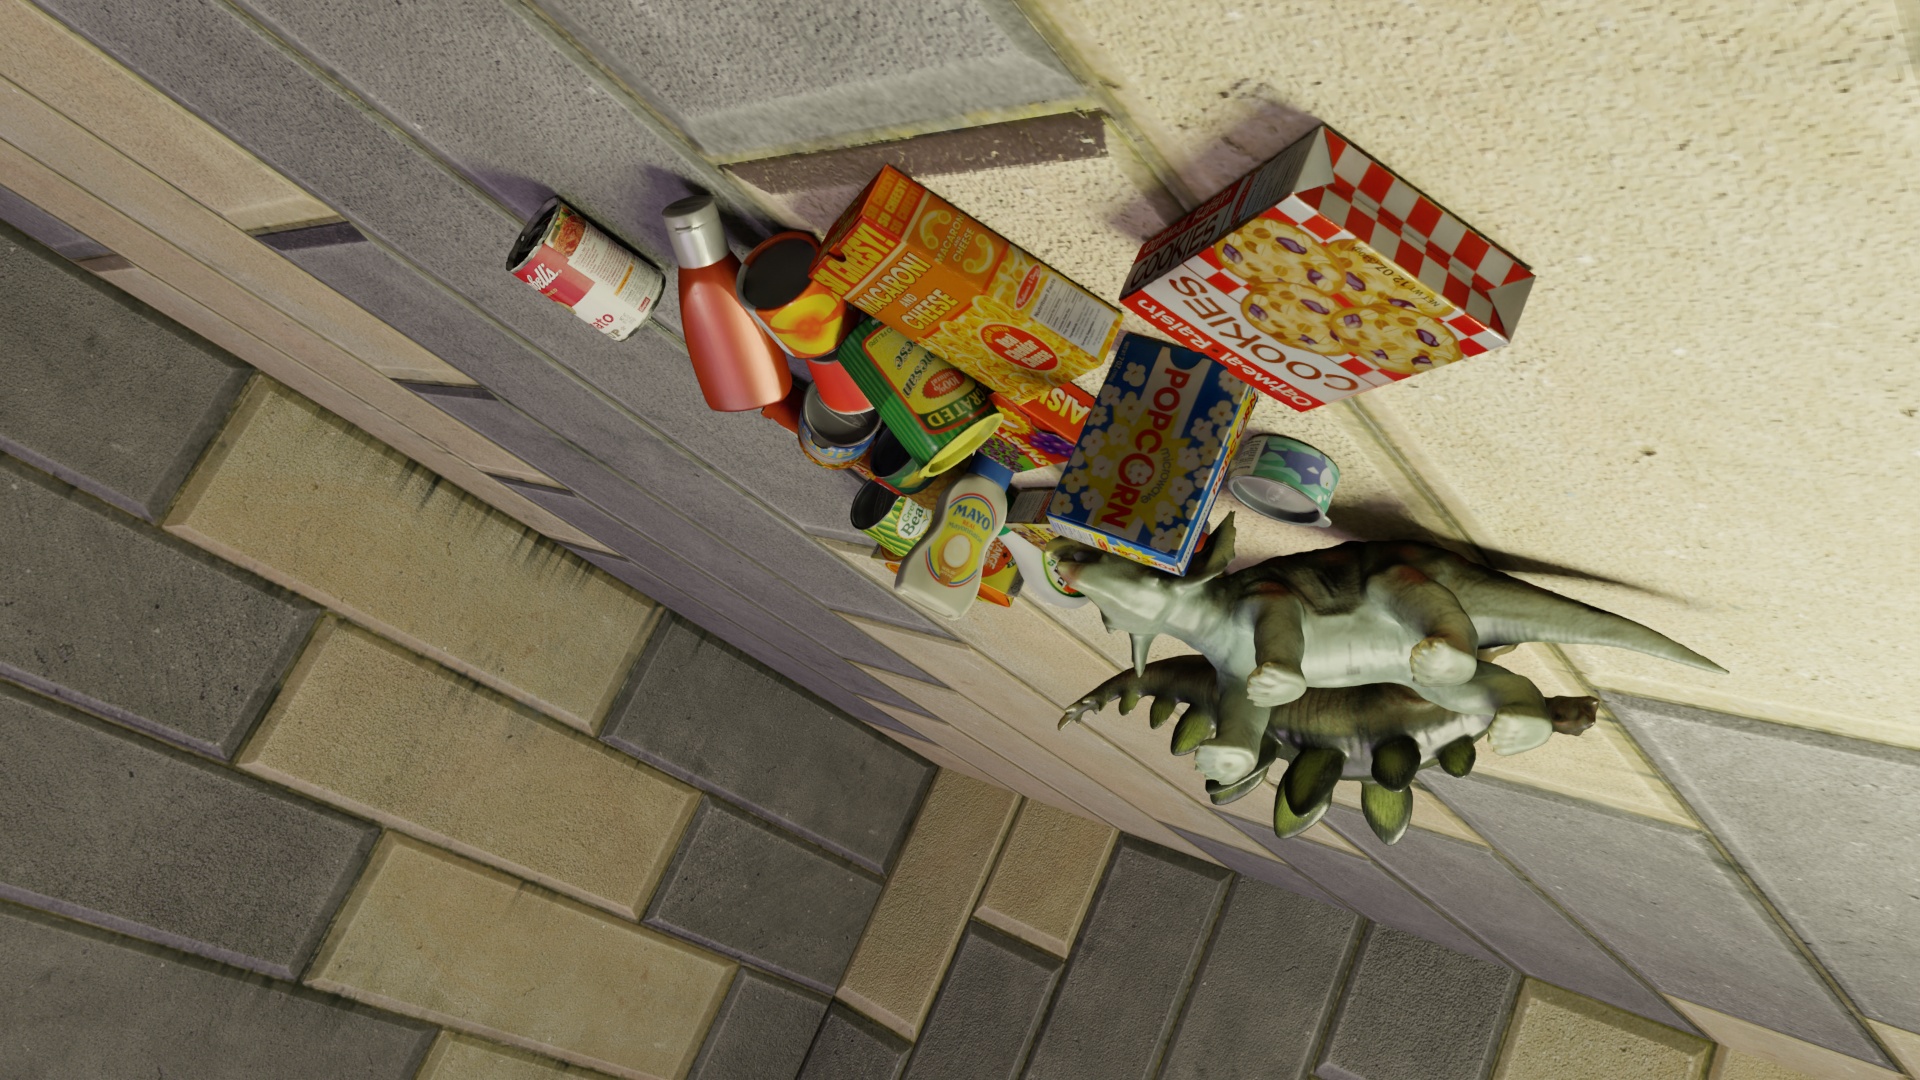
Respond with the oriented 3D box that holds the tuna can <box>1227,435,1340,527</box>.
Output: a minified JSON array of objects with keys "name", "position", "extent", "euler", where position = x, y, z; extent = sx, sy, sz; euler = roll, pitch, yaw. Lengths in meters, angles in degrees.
[{"name":"tuna can","position":[0.213,-0.038,0.903],"extent":[0.071,0.033,0.071],"euler":[24,166,7]}]

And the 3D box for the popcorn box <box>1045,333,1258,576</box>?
[{"name":"popcorn box","position":[0.115,-0.051,0.829],"extent":[0.085,0.127,0.038],"euler":[20,167,23]}]

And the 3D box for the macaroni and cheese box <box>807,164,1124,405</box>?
[{"name":"macaroni and cheese box","position":[-0.001,-0.150,0.850],"extent":[0.166,0.040,0.123],"euler":[29,165,-15]}]

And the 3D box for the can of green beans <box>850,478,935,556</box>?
[{"name":"can of green beans","position":[-0.064,-0.026,1.354],"extent":[0.057,0.071,0.071],"euler":[36,162,-36]}]

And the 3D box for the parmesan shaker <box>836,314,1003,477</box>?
[{"name":"parmesan shaker","position":[-0.030,-0.102,0.932],"extent":[0.103,0.071,0.071],"euler":[52,168,9]}]

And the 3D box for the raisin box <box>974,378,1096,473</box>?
[{"name":"raisin box","position":[0.040,-0.090,0.998],"extent":[0.086,0.040,0.123],"euler":[31,164,-19]}]

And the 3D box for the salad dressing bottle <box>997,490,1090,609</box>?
[{"name":"salad dressing bottle","position":[0.067,0.003,1.255],"extent":[0.147,0.064,0.044],"euler":[42,154,-29]}]

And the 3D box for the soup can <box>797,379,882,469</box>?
[{"name":"soup can","position":[-0.103,-0.097,1.151],"extent":[0.071,0.071,0.083],"euler":[26,166,-4]}]

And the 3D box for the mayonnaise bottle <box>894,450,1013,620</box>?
[{"name":"mayonnaise bottle","position":[0.004,-0.014,1.109],"extent":[0.065,0.148,0.041],"euler":[28,165,-9]}]

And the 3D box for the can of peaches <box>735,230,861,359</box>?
[{"name":"can of peaches","position":[-0.106,-0.165,0.929],"extent":[0.071,0.071,0.058],"euler":[16,163,32]}]

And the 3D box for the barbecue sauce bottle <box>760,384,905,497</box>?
[{"name":"barbecue sauce bottle","position":[-0.102,-0.091,1.225],"extent":[0.148,0.043,0.065],"euler":[29,-179,-12]}]

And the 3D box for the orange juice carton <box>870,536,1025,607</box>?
[{"name":"orange juice carton","position":[0.005,0.012,1.361],"extent":[0.073,0.072,0.192],"euler":[36,163,-37]}]

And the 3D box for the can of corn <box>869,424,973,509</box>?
[{"name":"can of corn","position":[-0.030,-0.067,1.148],"extent":[0.058,0.071,0.071],"euler":[35,163,-34]}]

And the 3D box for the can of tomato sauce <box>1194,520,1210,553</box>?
[{"name":"can of tomato sauce","position":[0.140,-0.003,1.076],"extent":[0.083,0.071,0.071],"euler":[27,166,-7]}]

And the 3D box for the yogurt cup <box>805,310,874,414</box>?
[{"name":"yogurt cup","position":[-0.081,-0.133,1.004],"extent":[0.072,0.072,0.053],"euler":[17,155,30]}]

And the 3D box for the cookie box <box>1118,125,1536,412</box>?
[{"name":"cookie box","position":[0.167,-0.120,0.668],"extent":[0.123,0.040,0.167],"euler":[29,166,-14]}]

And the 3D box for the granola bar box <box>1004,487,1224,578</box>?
[{"name":"granola bar box","position":[0.136,0.011,1.197],"extent":[0.165,0.039,0.124],"euler":[33,165,-28]}]

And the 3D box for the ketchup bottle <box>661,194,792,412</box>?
[{"name":"ketchup bottle","position":[-0.165,-0.162,0.958],"extent":[0.065,0.044,0.148],"euler":[-6,124,12]}]
